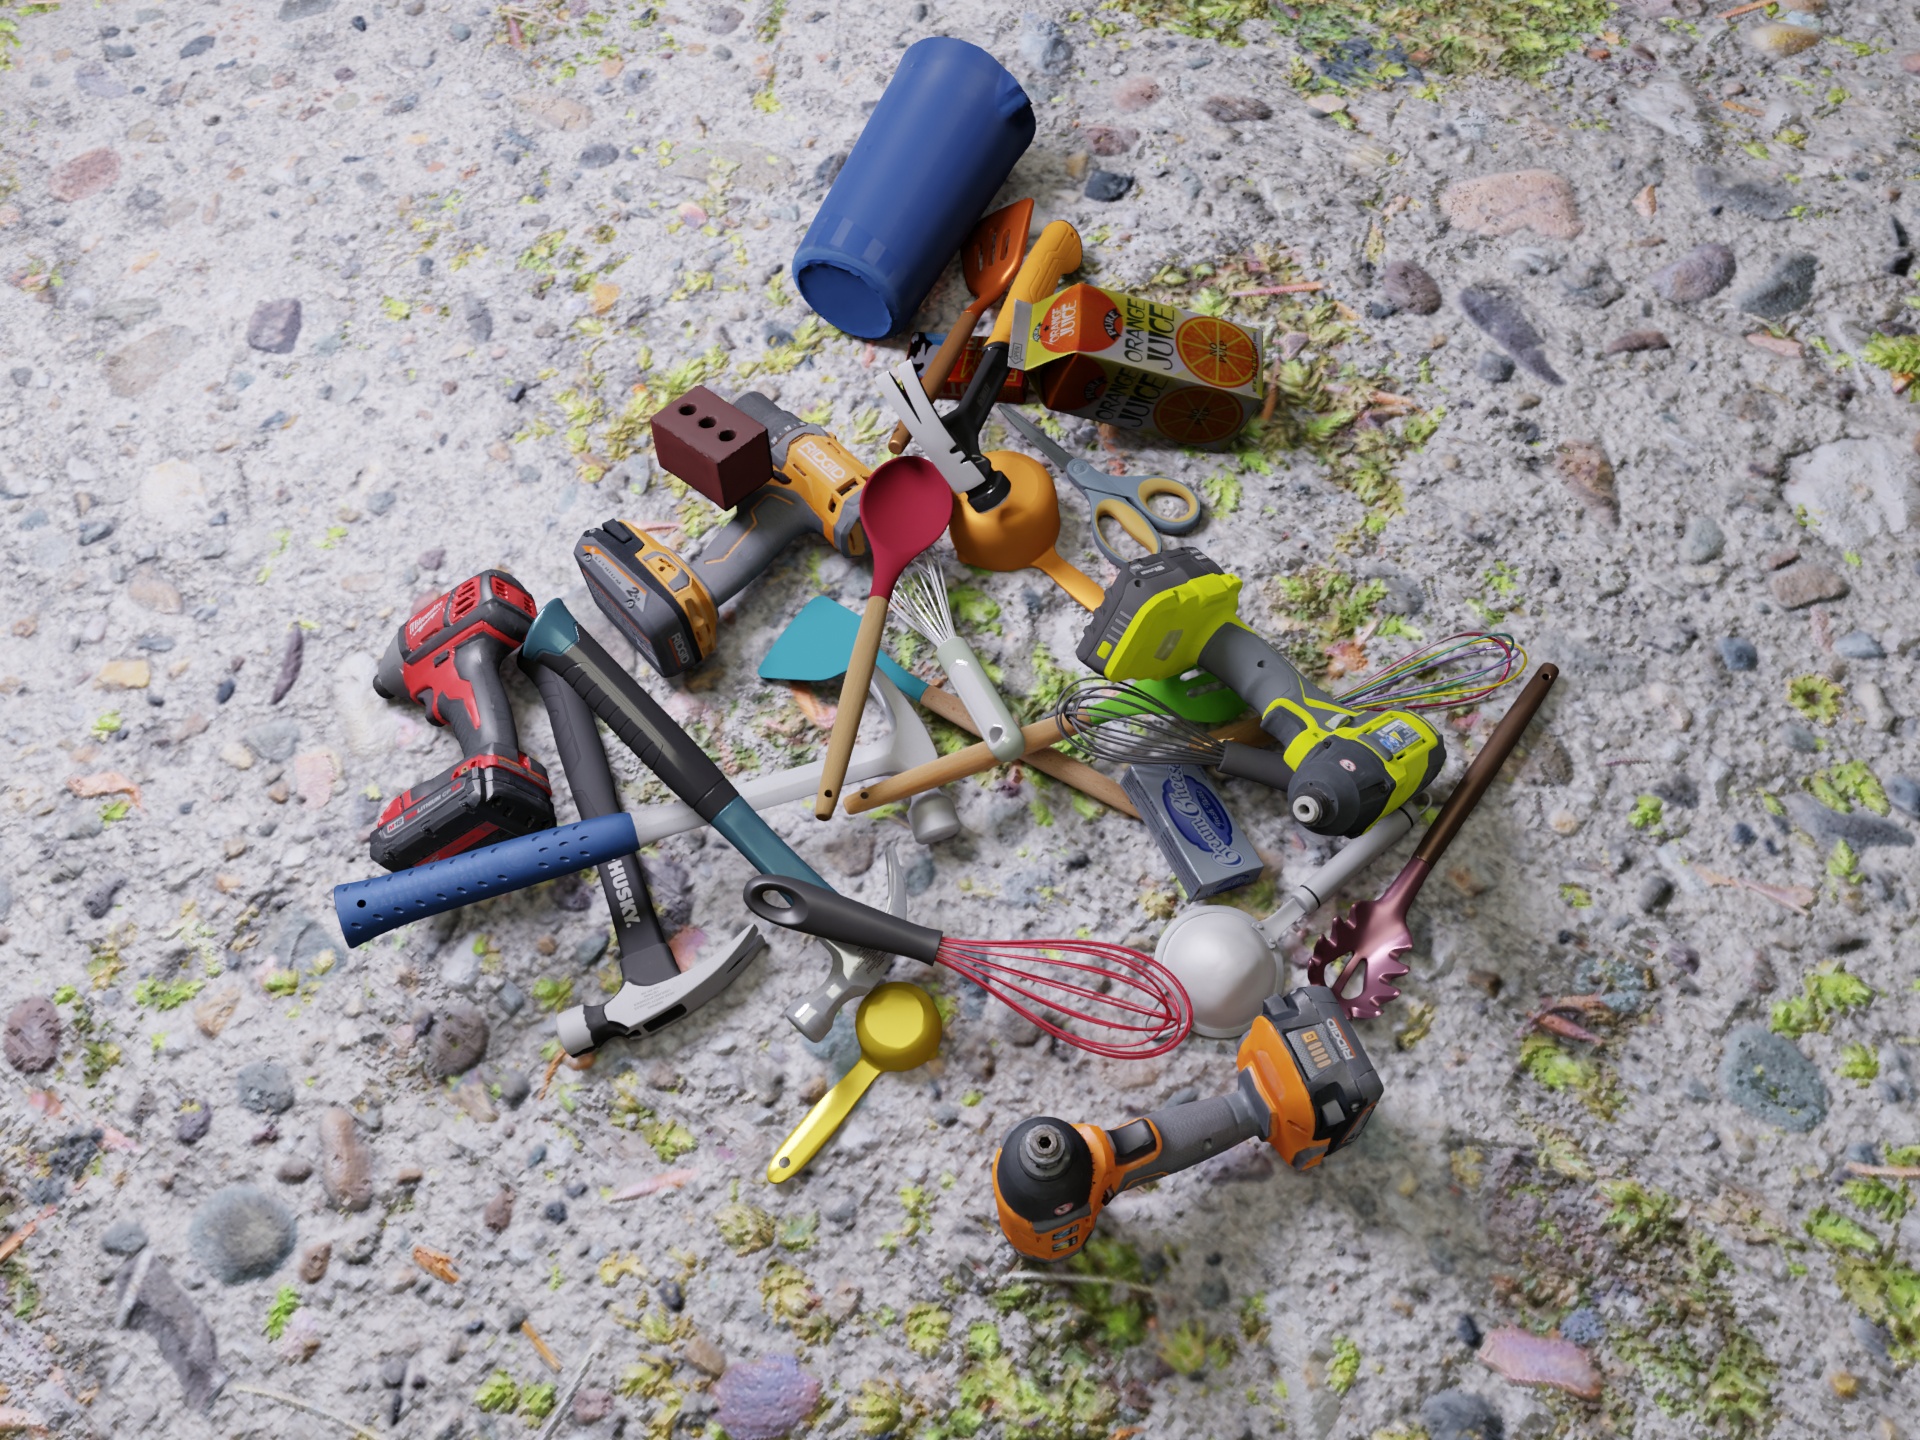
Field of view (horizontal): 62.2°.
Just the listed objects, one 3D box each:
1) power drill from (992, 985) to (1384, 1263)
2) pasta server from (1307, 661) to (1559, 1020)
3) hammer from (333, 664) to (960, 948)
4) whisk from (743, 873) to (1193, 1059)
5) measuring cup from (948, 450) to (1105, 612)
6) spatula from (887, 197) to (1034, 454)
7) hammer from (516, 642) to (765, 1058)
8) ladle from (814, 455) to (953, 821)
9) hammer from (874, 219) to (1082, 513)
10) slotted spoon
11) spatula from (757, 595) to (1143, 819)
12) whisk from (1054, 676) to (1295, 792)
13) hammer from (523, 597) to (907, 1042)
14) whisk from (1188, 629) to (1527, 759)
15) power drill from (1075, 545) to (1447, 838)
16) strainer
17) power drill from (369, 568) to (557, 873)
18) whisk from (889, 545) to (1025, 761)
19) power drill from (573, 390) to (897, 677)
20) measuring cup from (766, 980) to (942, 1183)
[{"bbox_3d":[0.125,0.237,0.928,0.226,0.164,0.084,-21,61,-7],"label":"power drill"},{"bbox_3d":[0.325,0.074,1.065,0.060,0.040,0.316,36,69,10],"label":"pasta server"},{"bbox_3d":[-0.210,0.066,1.072,0.405,0.035,0.144,-16,75,-16],"label":"hammer"},{"bbox_3d":[0.004,0.149,1.007,0.296,0.073,0.073,17,64,1],"label":"whisk"},{"bbox_3d":[0.060,-0.139,1.203,0.095,0.052,0.174,-40,62,-15],"label":"measuring cup"},{"bbox_3d":[-0.006,-0.317,1.279,0.081,0.041,0.323,-16,35,35],"label":"spatula"},{"bbox_3d":[-0.252,0.065,1.139,0.146,0.035,0.335,-22,61,-5],"label":"hammer"},{"bbox_3d":[-0.061,-0.063,1.114,0.069,0.031,0.316,13,55,-1],"label":"ladle"},{"bbox_3d":[0.034,-0.307,1.244,0.034,0.127,0.337,-20,32,37],"label":"hammer"},{"bbox_3d":[0.066,0.008,1.108,0.313,0.031,0.070,-19,61,-14],"label":"slotted spoon"},{"bbox_3d":[-0.002,-0.004,1.156,0.317,0.044,0.082,28,67,15],"label":"spatula"},{"bbox_3d":[0.180,0.021,1.081,0.239,0.055,0.055,16,63,-5],"label":"whisk"},{"bbox_3d":[-0.166,0.049,1.045,0.331,0.033,0.128,45,73,2],"label":"hammer"},{"bbox_3d":[0.280,-0.013,1.116,0.245,0.051,0.047,-18,66,0],"label":"whisk"},{"bbox_3d":[0.192,-0.015,1.032,0.223,0.080,0.171,40,32,21],"label":"power drill"},{"bbox_3d":[0.221,0.122,1.050,0.258,0.050,0.087,-37,79,-17],"label":"strainer"},{"bbox_3d":[-0.368,0.006,1.152,0.143,0.078,0.220,-29,54,19],"label":"power drill"},{"bbox_3d":[-0.009,-0.056,1.141,0.058,0.059,0.247,-48,44,19],"label":"whisk"},{"bbox_3d":[-0.184,-0.157,1.230,0.226,0.084,0.185,-36,61,-17],"label":"power drill"},{"bbox_3d":[-0.072,0.233,1.026,0.062,0.029,0.156,33,67,22],"label":"measuring cup"}]
